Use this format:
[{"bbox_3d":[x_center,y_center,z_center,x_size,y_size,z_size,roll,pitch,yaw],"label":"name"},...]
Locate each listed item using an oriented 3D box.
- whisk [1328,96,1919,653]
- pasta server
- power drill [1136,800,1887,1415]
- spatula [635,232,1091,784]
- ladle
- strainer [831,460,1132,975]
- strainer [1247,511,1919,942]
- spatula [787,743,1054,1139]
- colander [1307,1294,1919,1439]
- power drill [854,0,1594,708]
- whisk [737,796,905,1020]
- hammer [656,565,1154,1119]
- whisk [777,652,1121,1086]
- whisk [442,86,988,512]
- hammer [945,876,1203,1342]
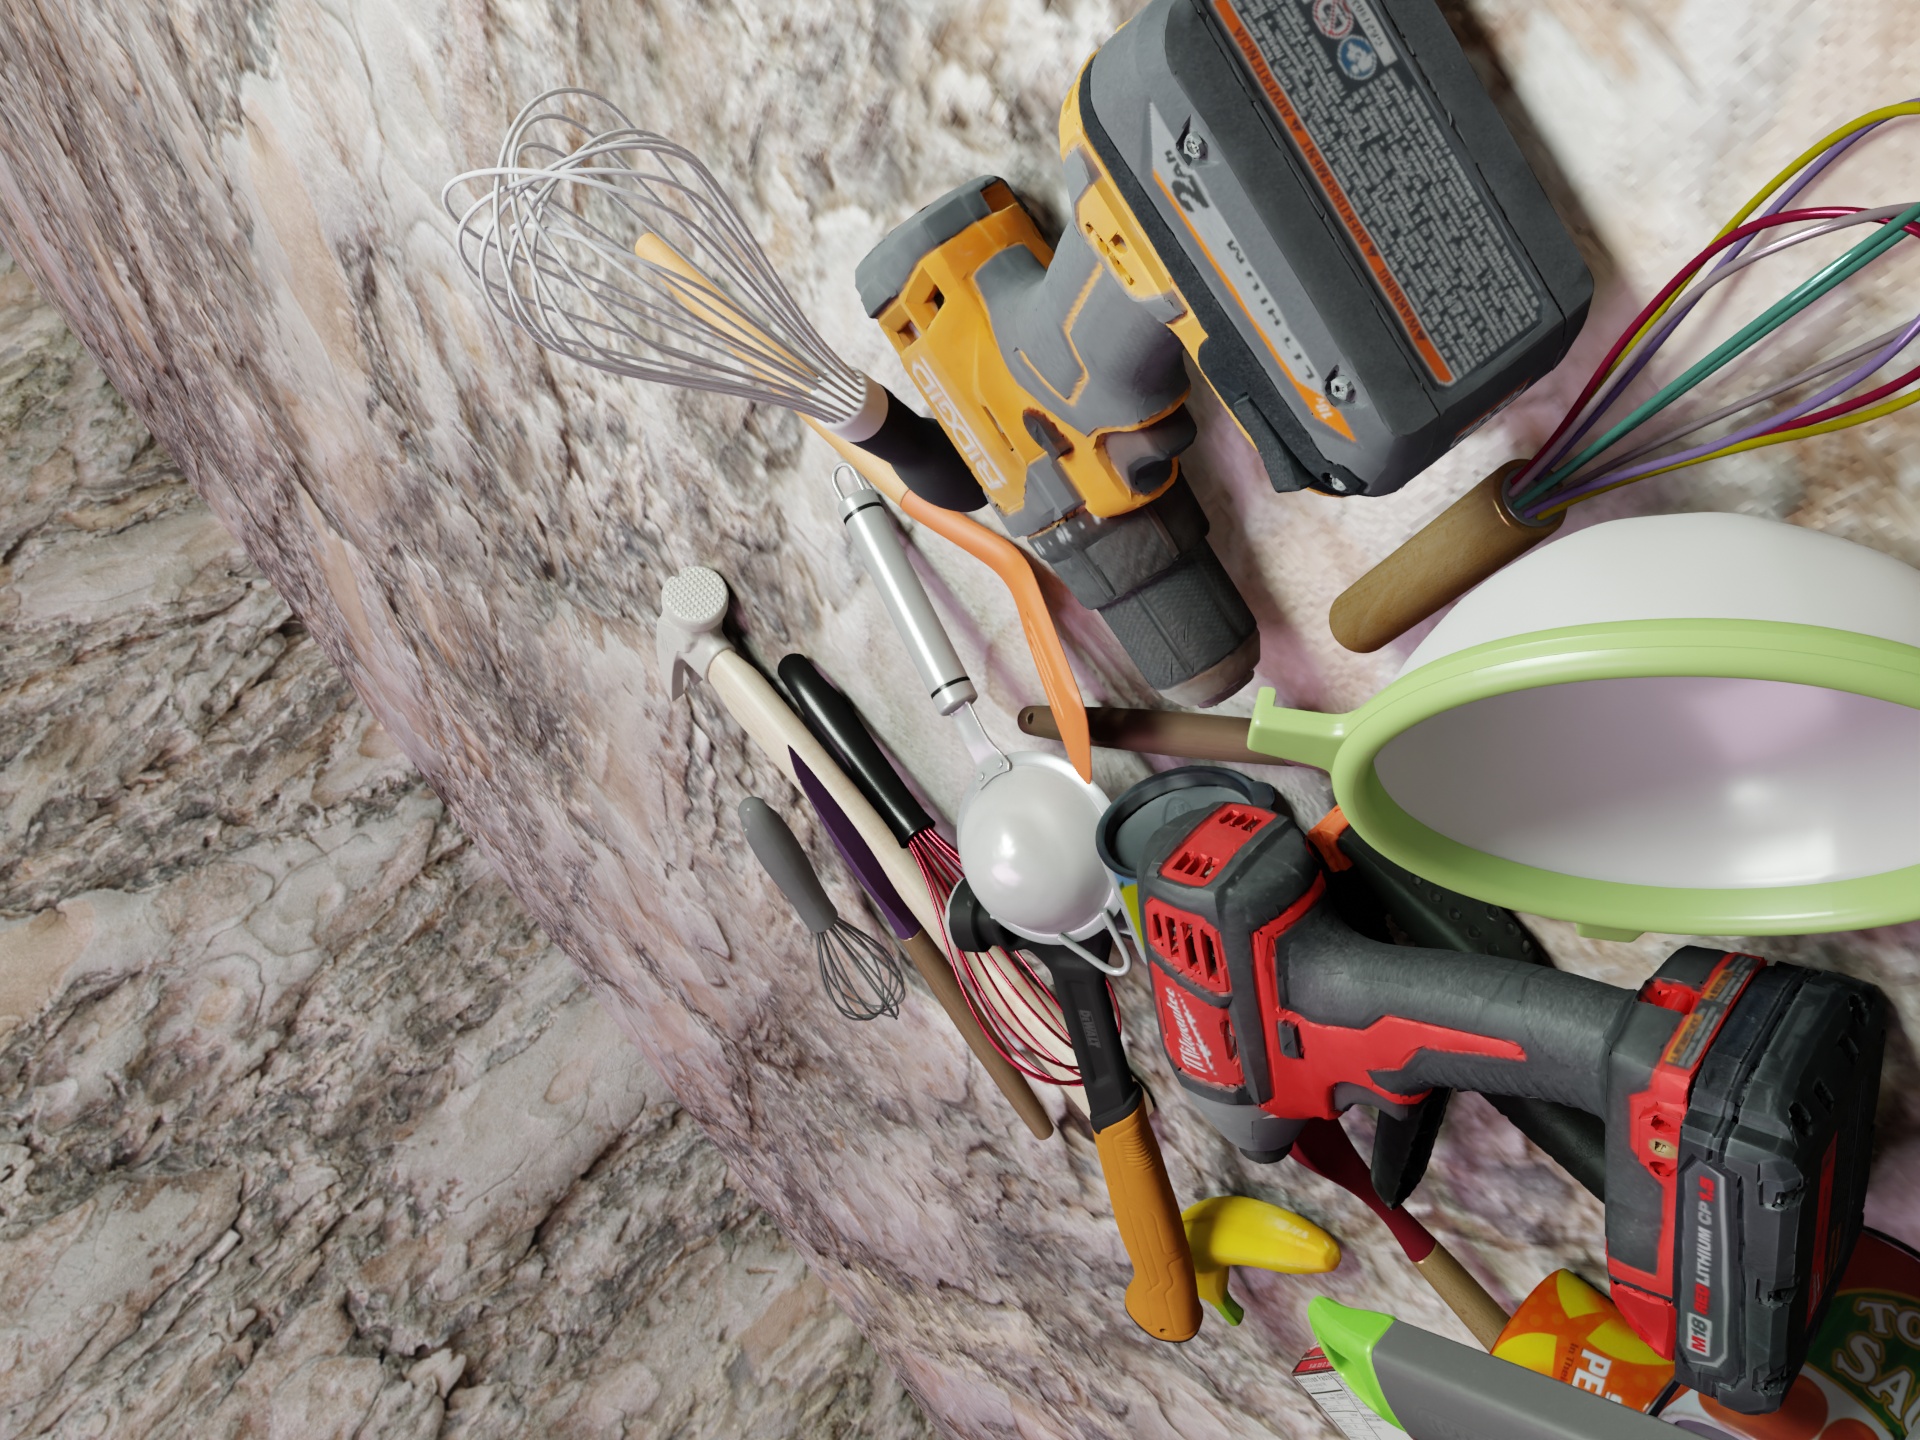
[{"bbox_3d":[0.149,-0.059,0.380,0.047,0.051,0.245,45,160,2],"label":"whisk"},{"bbox_3d":[0.097,0.005,0.573,0.040,0.060,0.316,17,175,-27],"label":"pasta server"},{"bbox_3d":[0.158,0.115,0.505,0.220,0.078,0.143,16,130,40],"label":"power drill"},{"bbox_3d":[-0.043,-0.104,0.668,0.323,0.041,0.081,45,168,20],"label":"spatula"},{"bbox_3d":[0.220,0.248,0.695,0.031,0.069,0.315,-39,95,27],"label":"ladle"},{"bbox_3d":[-0.001,-0.002,0.686,0.087,0.050,0.258,-37,73,36],"label":"strainer"},{"bbox_3d":[0.195,-0.019,0.321,0.151,0.069,0.256,27,151,-30],"label":"strainer"},{"bbox_3d":[-0.018,0.134,0.895,0.315,0.018,0.060,59,-178,-30],"label":"spatula"},{"bbox_3d":[0.246,0.173,0.352,0.397,0.094,0.204,-2,121,57],"label":"colander"},{"bbox_3d":[0.065,-0.090,0.445,0.185,0.084,0.226,56,161,-9],"label":"power drill"},{"bbox_3d":[-0.093,0.129,1.064,0.055,0.055,0.238,29,154,43],"label":"whisk"},{"bbox_3d":[-0.041,0.088,0.950,0.411,0.038,0.146,47,158,10],"label":"hammer"},{"bbox_3d":[-0.012,0.077,0.859,0.296,0.073,0.073,52,158,15],"label":"whisk"},{"bbox_3d":[-0.050,-0.111,0.504,0.070,0.070,0.284,40,-170,25],"label":"whisk"},{"bbox_3d":[0.090,0.209,0.794,0.127,0.034,0.336,3,130,24],"label":"hammer"}]
